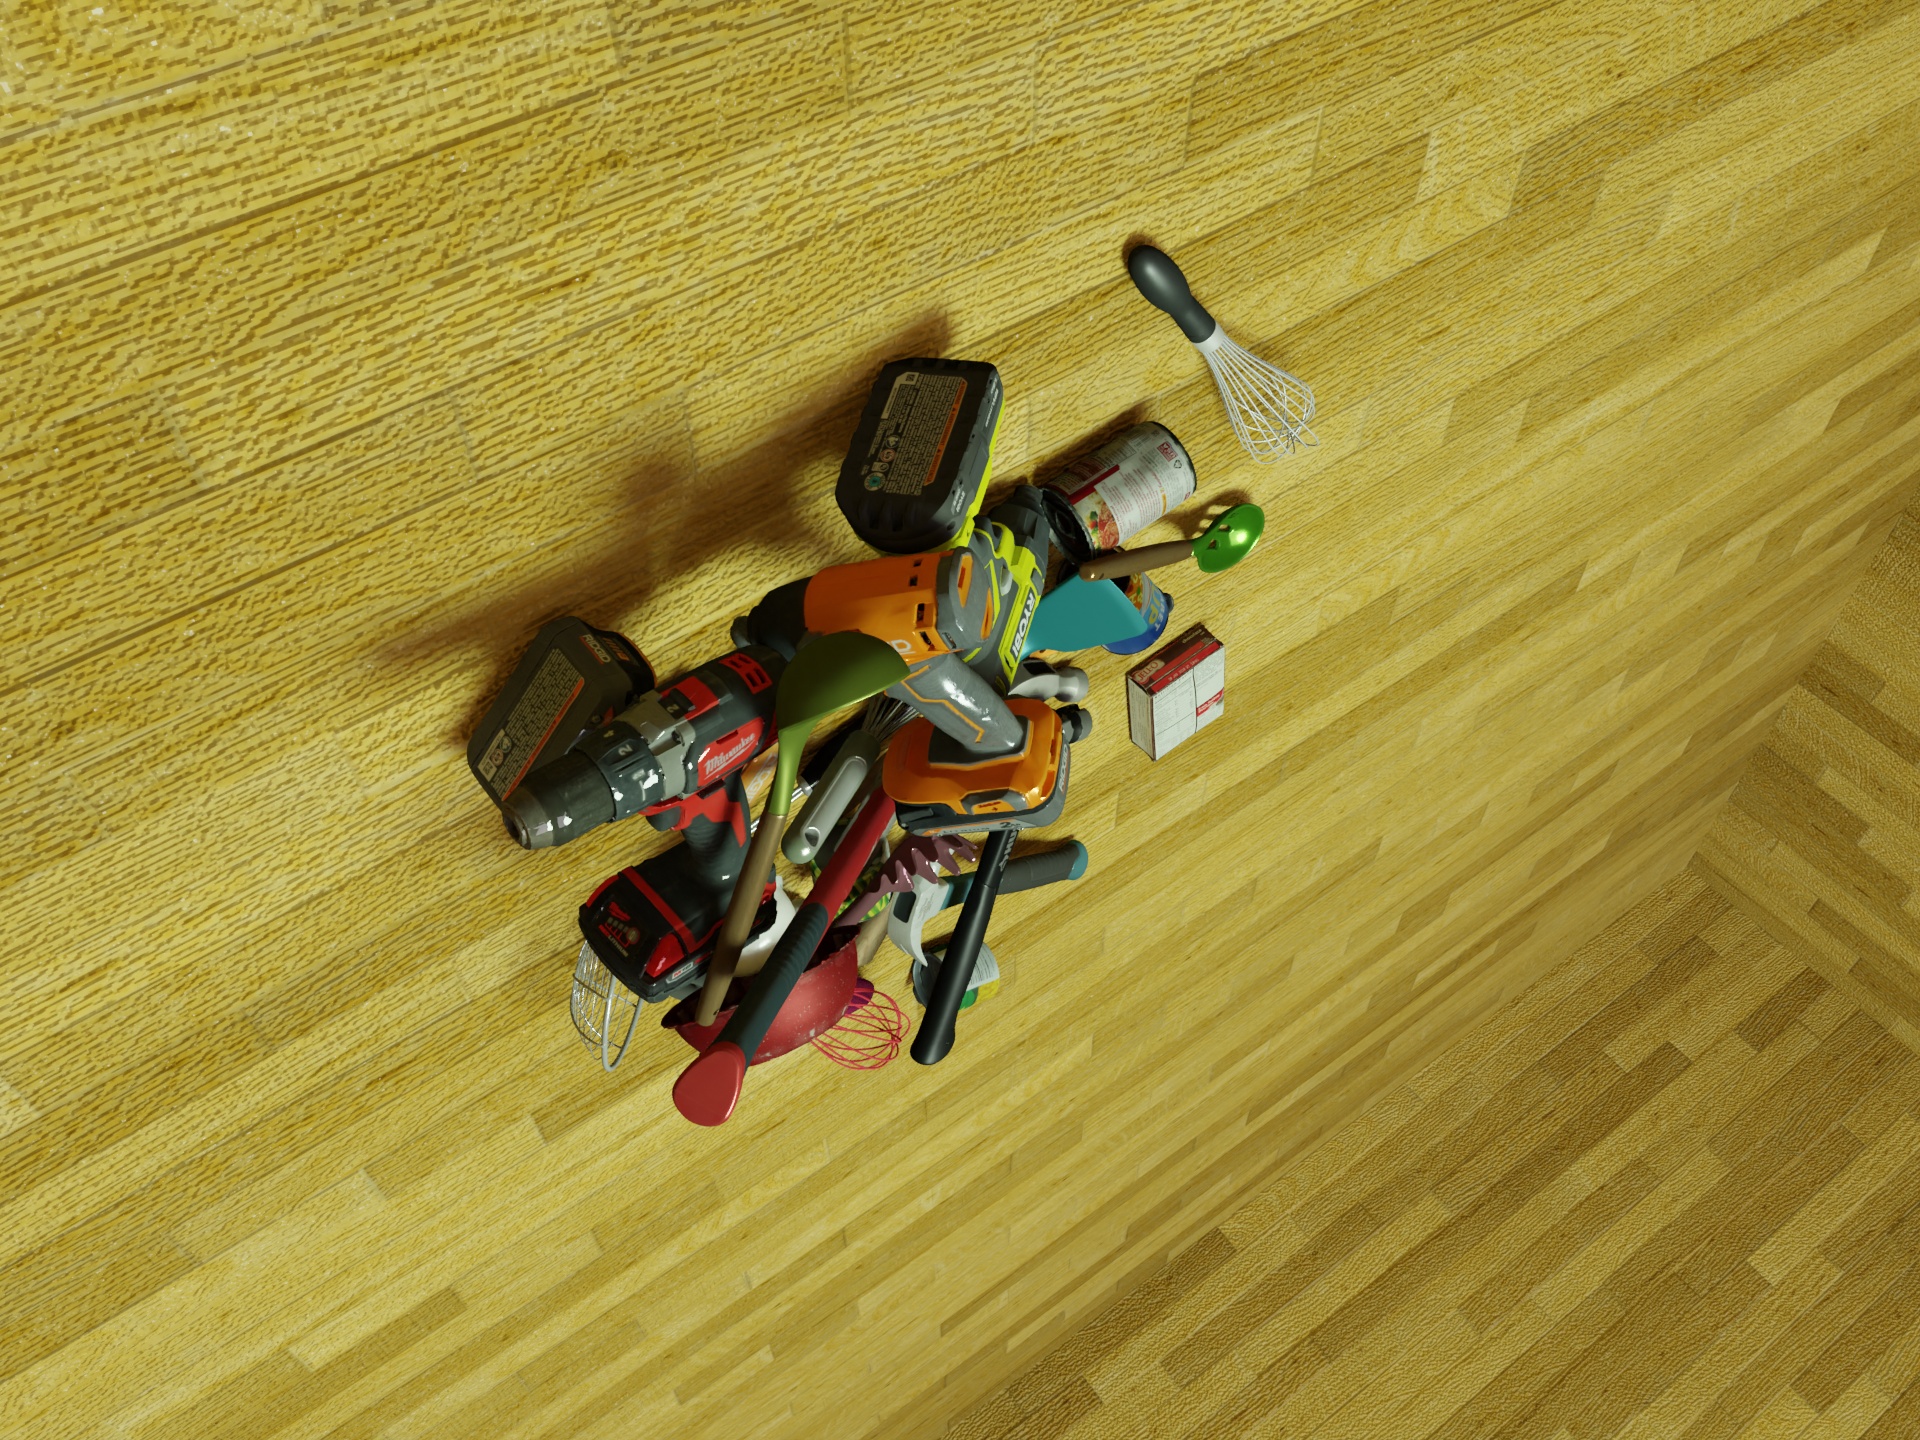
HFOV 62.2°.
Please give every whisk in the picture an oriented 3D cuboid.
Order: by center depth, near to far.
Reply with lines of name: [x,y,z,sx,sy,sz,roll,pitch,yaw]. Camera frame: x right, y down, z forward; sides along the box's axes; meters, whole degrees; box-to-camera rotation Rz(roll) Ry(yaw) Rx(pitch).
whisk: [-0.062,0.011,1.111,0.057,0.059,0.246,53,43,-23]
whisk: [0.192,-0.264,1.154,0.070,0.070,0.284,-49,144,9]
whisk: [-0.146,0.251,1.373,0.073,0.073,0.295,-50,137,12]

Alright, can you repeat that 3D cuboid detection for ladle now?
ladle: [-0.107,0.078,0.943,0.078,0.062,0.320,-30,150,-50]

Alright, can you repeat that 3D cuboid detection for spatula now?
spatula: [-0.002,-0.004,1.234,0.317,0.044,0.082,-40,127,9]

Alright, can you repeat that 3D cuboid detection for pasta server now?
pasta server: [-0.106,0.184,1.264,0.316,0.040,0.060,-45,154,22]

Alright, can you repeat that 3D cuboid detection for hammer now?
hammer: [-0.103,0.140,1.063,0.143,0.038,0.386,-58,-179,32]
hammer: [0.016,0.146,1.323,0.146,0.035,0.334,-19,132,-56]
hammer: [-0.017,0.084,1.360,0.130,0.031,0.331,2,128,-50]
hammer: [0.035,0.142,1.432,0.331,0.033,0.128,-3,119,-61]

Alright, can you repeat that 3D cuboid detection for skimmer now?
skimmer: [-0.146,0.109,1.188,0.363,0.090,0.127,-39,170,-10]

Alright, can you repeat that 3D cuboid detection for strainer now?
strainer: [-0.138,0.156,1.217,0.258,0.050,0.087,7,109,-87]

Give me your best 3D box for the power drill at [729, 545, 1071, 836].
power drill: [-0.034,-0.016,1.005,0.164,0.084,0.226,-6,143,22]

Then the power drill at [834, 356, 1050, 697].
power drill: [0.003,-0.129,1.046,0.223,0.080,0.171,60,43,-59]

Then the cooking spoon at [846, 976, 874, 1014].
cooking spoon: [-0.144,0.202,1.370,0.069,0.017,0.318,-28,148,2]

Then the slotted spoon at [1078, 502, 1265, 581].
slotted spoon: [0.166,-0.133,1.243,0.313,0.031,0.070,-20,144,-58]

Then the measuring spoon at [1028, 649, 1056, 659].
measuring spoon: [0.104,-0.079,1.324,0.117,0.011,0.021,-27,149,-19]

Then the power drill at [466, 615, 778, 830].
power drill: [-0.179,-0.008,1.023,0.185,0.084,0.226,-53,152,16]

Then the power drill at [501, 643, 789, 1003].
power drill: [-0.184,0.071,0.954,0.188,0.080,0.226,-31,150,-34]
